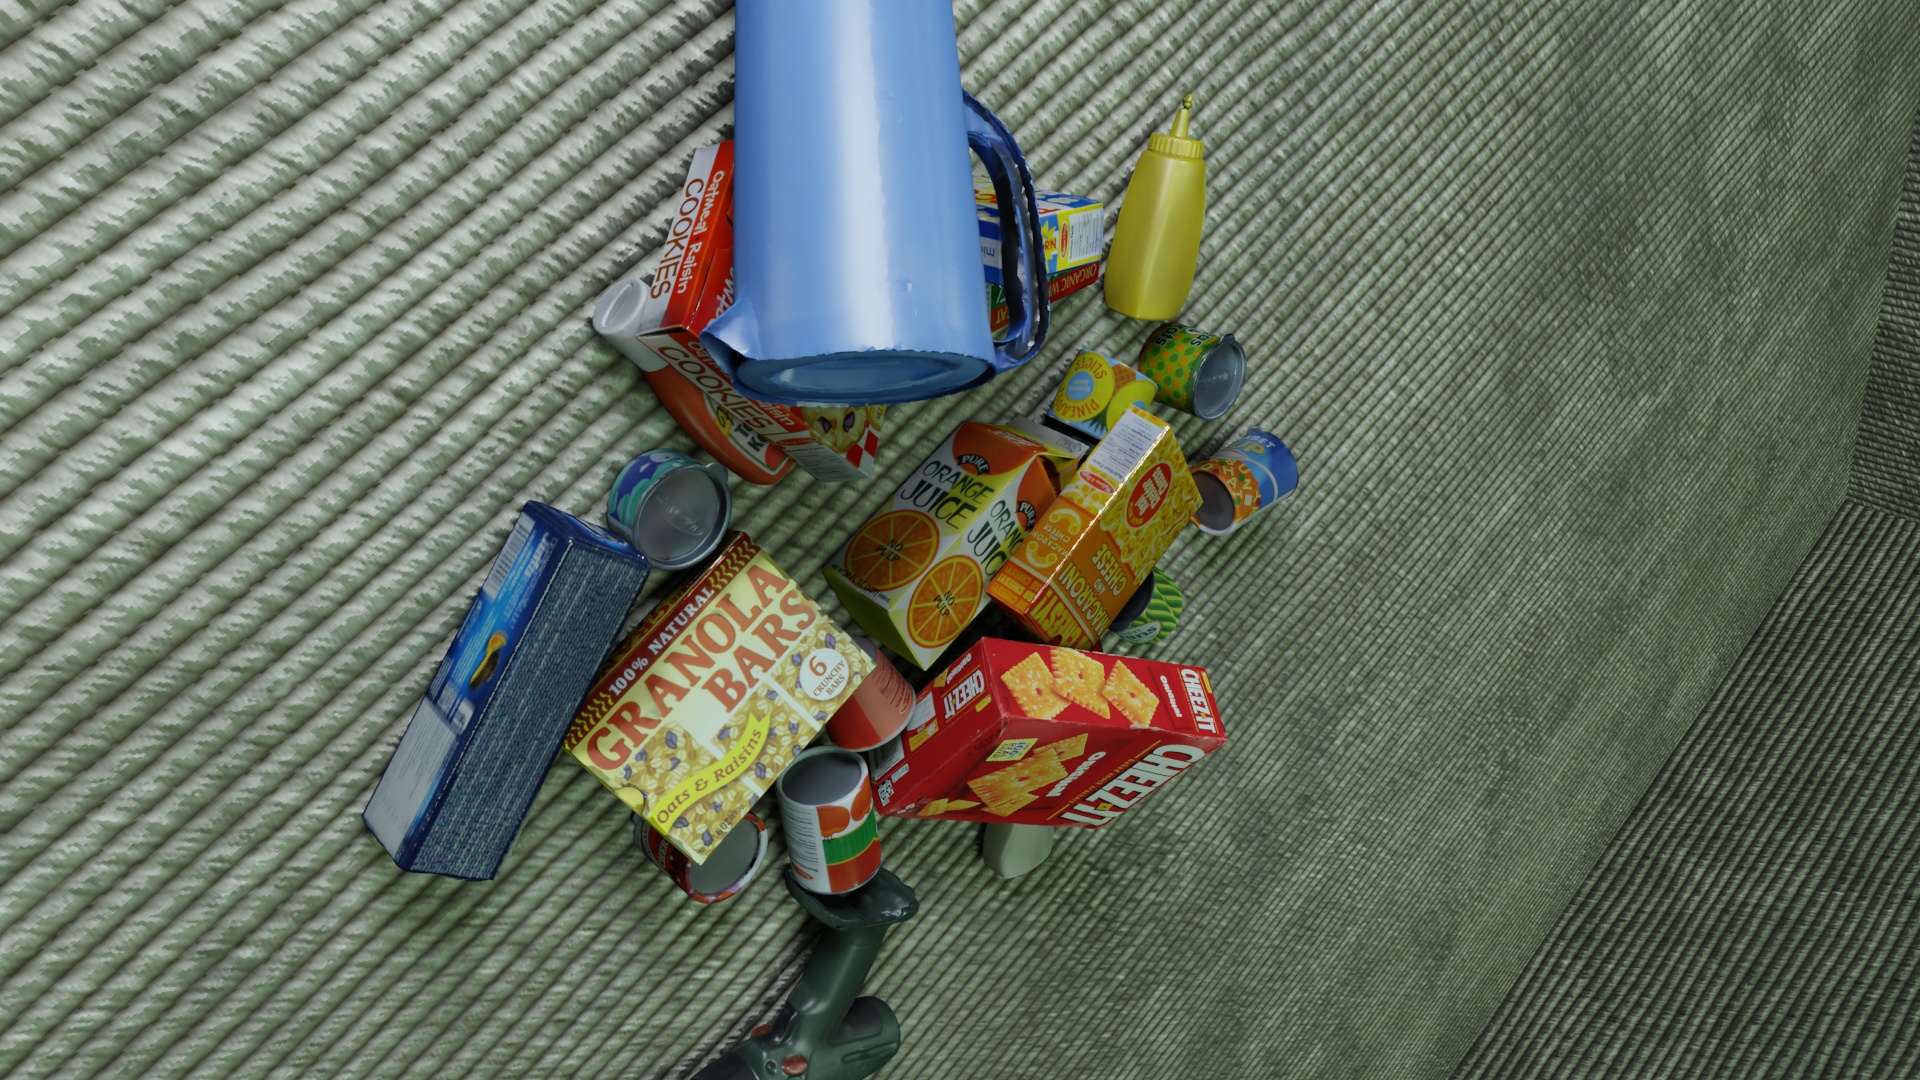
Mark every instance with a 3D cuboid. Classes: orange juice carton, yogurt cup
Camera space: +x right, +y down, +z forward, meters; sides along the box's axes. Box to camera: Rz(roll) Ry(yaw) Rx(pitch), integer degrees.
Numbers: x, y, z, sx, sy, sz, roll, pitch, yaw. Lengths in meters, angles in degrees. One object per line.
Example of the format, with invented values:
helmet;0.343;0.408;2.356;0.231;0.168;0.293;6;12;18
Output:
orange juice carton;0.003;-0.012;0.963;0.193;0.072;0.072;-47;139;-17
yogurt cup;-0.071;0.103;0.956;0.072;0.072;0.053;-43;129;-21

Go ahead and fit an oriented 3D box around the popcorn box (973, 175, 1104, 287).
popcorn box;0.012;-0.188;0.832;0.085;0.127;0.038;-23;123;-37

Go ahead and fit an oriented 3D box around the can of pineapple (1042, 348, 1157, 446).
can of pineapple;0.103;-0.102;1.023;0.071;0.071;0.058;25;92;-50

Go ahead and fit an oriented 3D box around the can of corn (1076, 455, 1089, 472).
can of corn;0.110;-0.024;1.079;0.071;0.058;0.070;-24;127;-36

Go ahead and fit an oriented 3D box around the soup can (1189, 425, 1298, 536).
soup can;0.238;-0.052;1.196;0.084;0.071;0.071;-28;129;-33

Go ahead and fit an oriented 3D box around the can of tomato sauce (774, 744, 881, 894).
can of tomato sauce;-0.092;0.196;0.983;0.071;0.071;0.082;-30;130;-32

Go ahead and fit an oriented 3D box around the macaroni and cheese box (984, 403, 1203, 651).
macaroni and cheese box;0.100;0.002;0.991;0.166;0.040;0.123;-52;149;-8

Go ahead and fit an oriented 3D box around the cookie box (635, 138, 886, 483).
cookie box;-0.098;-0.124;0.780;0.167;0.040;0.123;40;53;-49

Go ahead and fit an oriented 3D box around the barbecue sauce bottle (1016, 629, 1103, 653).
barbecue sauce bottle;0.071;0.056;1.094;0.065;0.044;0.147;-34;133;-17

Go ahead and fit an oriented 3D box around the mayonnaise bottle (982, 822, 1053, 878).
mayonnaise bottle;0.051;0.208;1.161;0.065;0.041;0.147;-21;124;-38

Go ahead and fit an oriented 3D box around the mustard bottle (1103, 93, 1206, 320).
mustard bottle;0.147;-0.241;1.005;0.065;0.049;0.159;-8;116;-44

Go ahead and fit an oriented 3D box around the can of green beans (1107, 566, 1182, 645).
can of green beans;0.143;0.048;1.148;0.057;0.071;0.071;33;86;-50

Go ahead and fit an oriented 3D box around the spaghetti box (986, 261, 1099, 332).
spaghetti box;0.022;-0.163;0.884;0.251;0.029;0.050;-35;134;-50

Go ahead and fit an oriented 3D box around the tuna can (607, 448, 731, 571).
tuna can;-0.168;-0.020;0.808;0.071;0.033;0.070;-25;128;-36

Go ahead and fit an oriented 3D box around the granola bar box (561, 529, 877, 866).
granola bar box;-0.150;0.094;0.846;0.124;0.039;0.166;47;73;-19

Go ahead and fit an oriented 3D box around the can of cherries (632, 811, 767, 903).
can of cherries;-0.170;0.194;0.904;0.072;0.058;0.071;-25;128;-36

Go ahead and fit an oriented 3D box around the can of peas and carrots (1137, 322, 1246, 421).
can of peas and carrots;0.182;-0.136;1.093;0.071;0.059;0.070;-24;126;-37

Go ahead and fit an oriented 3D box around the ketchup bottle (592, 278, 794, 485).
ketchup bottle;-0.145;-0.091;0.785;0.148;0.043;0.065;42;69;-49

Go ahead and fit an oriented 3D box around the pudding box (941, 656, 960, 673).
pudding box;0.027;0.113;1.067;0.084;0.030;0.049;-2;116;-19
